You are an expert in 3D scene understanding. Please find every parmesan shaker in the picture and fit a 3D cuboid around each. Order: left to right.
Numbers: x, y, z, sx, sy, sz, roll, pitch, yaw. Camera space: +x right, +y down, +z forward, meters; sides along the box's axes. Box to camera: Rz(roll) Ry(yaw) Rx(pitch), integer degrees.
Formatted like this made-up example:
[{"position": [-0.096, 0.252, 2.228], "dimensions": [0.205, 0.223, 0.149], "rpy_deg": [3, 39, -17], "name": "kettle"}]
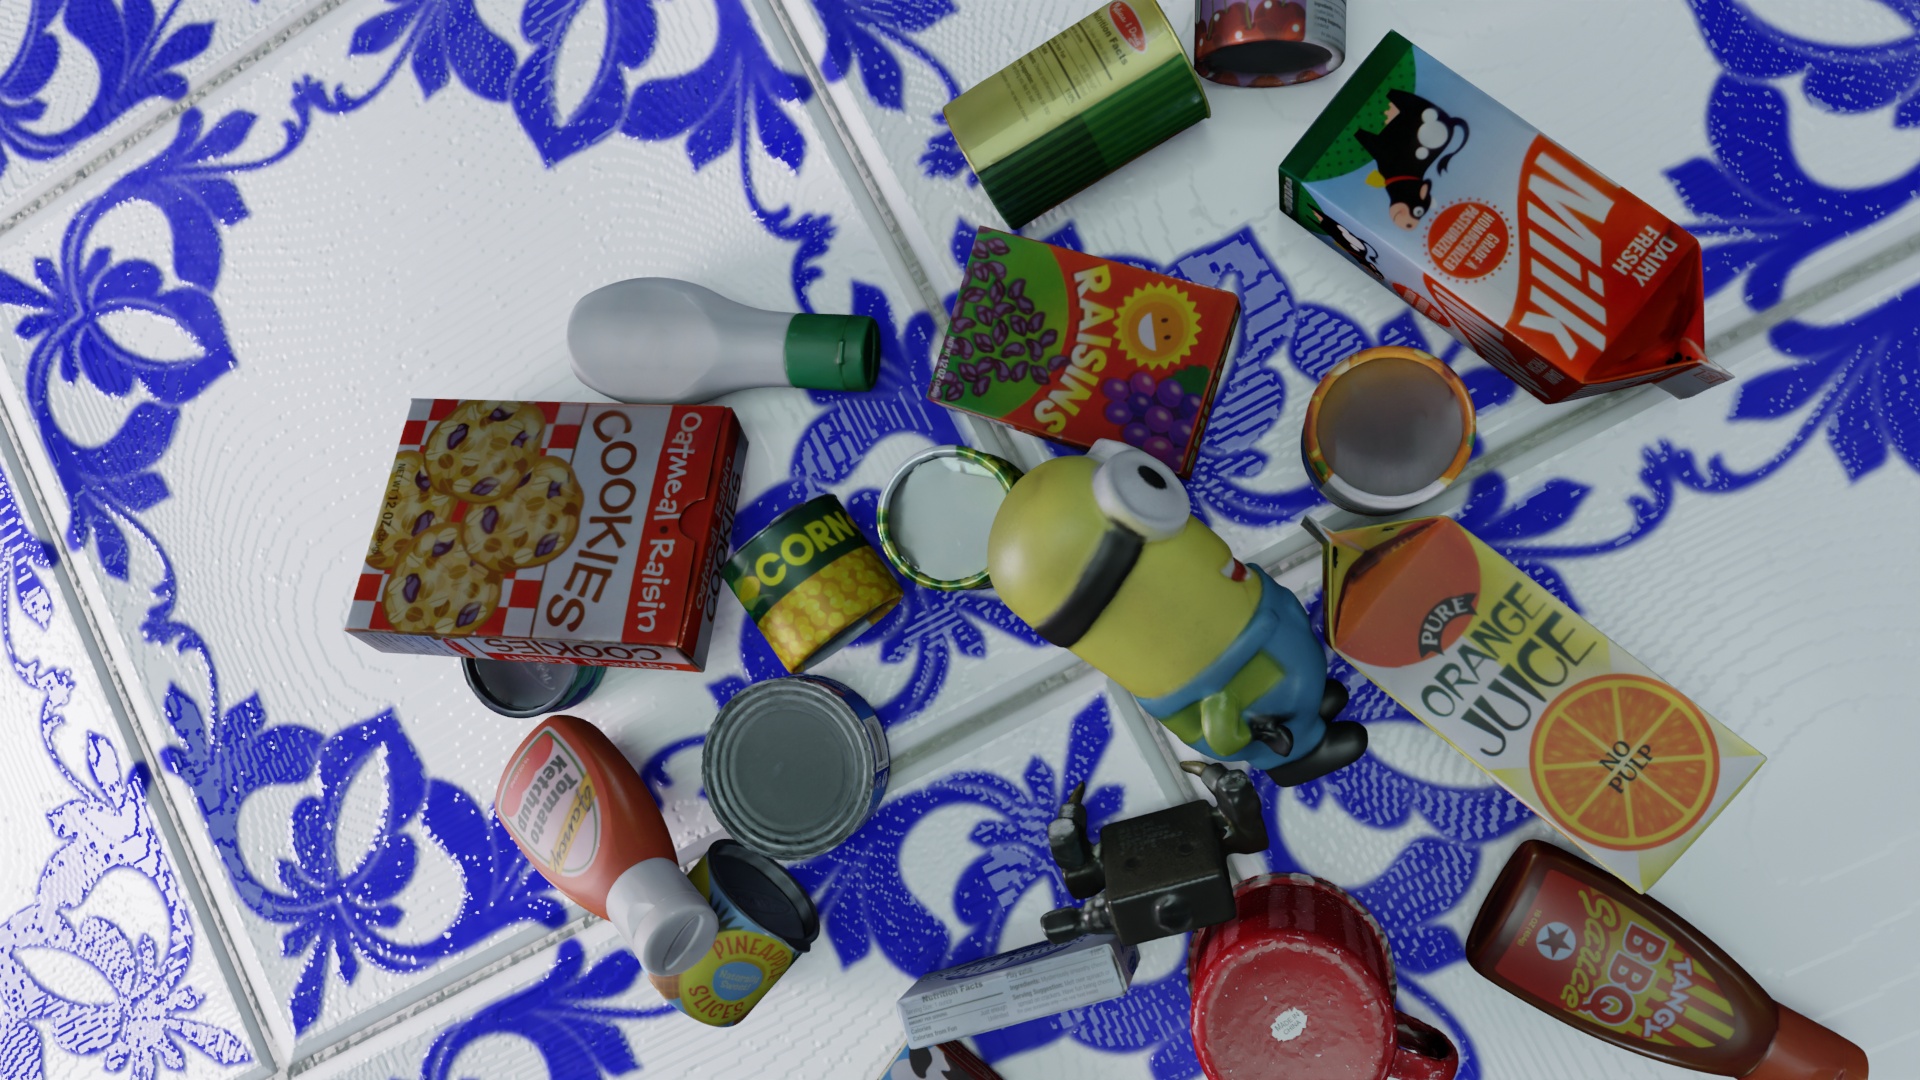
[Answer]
[{"position": [0.051, -0.196, 0.629], "dimensions": [0.103, 0.071, 0.071], "rpy_deg": [-29, 83, 11], "name": "parmesan shaker"}]

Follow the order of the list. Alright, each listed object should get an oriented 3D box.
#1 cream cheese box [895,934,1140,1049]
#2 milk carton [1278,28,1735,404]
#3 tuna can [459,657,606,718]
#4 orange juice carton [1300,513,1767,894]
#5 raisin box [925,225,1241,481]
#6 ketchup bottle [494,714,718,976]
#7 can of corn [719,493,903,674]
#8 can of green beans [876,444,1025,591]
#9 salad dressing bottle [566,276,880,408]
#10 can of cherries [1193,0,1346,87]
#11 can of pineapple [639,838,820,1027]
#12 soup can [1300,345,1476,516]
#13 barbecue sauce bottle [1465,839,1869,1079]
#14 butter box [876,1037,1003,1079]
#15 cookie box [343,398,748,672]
[{"position": [0.027, 0.201, 0.629], "dimensions": [0.104, 0.053, 0.024], "rpy_deg": [-19, 83, 11], "name": "cream cheese box"}, {"position": [0.231, -0.121, 0.582], "dimensions": [0.191, 0.072, 0.073], "rpy_deg": [40, 97, 10], "name": "milk carton"}, {"position": [-0.211, 0.053, 0.695], "dimensions": [0.071, 0.033, 0.071], "rpy_deg": [0, 89, 13], "name": "tuna can"}, {"position": [0.220, 0.051, 0.581], "dimensions": [0.193, 0.072, 0.073], "rpy_deg": [39, 96, 10], "name": "orange juice carton"}, {"position": [0.057, -0.085, 0.637], "dimensions": [0.123, 0.040, 0.086], "rpy_deg": [18, 92, 13], "name": "raisin box"}, {"position": [-0.162, 0.142, 0.642], "dimensions": [0.149, 0.043, 0.064], "rpy_deg": [33, 92, 43], "name": "ketchup bottle"}, {"position": [-0.068, 0.020, 0.646], "dimensions": [0.071, 0.071, 0.058], "rpy_deg": [-38, 83, 9], "name": "can of corn"}, {"position": [0.001, -0.010, 0.637], "dimensions": [0.071, 0.058, 0.071], "rpy_deg": [0, 89, 13], "name": "can of green beans"}, {"position": [-0.114, -0.094, 0.673], "dimensions": [0.148, 0.044, 0.064], "rpy_deg": [5, 96, 11], "name": "salad dressing bottle"}, {"position": [0.134, -0.237, 0.611], "dimensions": [0.071, 0.071, 0.058], "rpy_deg": [1, 90, 13], "name": "can of cherries"}, {"position": [-0.109, 0.185, 0.651], "dimensions": [0.071, 0.071, 0.058], "rpy_deg": [42, 98, 10], "name": "can of pineapple"}, {"position": [0.178, -0.047, 0.586], "dimensions": [0.071, 0.084, 0.071], "rpy_deg": [0, 88, 13], "name": "soup can"}, {"position": [0.292, 0.187, 0.576], "dimensions": [0.149, 0.044, 0.065], "rpy_deg": [28, 95, 11], "name": "barbecue sauce bottle"}, {"position": [-0.027, 0.282, 0.654], "dimensions": [0.053, 0.024, 0.103], "rpy_deg": [36, 96, 11], "name": "butter box"}, {"position": [-0.195, -0.005, 0.664], "dimensions": [0.167, 0.040, 0.123], "rpy_deg": [3, 67, 11], "name": "cookie box"}]
